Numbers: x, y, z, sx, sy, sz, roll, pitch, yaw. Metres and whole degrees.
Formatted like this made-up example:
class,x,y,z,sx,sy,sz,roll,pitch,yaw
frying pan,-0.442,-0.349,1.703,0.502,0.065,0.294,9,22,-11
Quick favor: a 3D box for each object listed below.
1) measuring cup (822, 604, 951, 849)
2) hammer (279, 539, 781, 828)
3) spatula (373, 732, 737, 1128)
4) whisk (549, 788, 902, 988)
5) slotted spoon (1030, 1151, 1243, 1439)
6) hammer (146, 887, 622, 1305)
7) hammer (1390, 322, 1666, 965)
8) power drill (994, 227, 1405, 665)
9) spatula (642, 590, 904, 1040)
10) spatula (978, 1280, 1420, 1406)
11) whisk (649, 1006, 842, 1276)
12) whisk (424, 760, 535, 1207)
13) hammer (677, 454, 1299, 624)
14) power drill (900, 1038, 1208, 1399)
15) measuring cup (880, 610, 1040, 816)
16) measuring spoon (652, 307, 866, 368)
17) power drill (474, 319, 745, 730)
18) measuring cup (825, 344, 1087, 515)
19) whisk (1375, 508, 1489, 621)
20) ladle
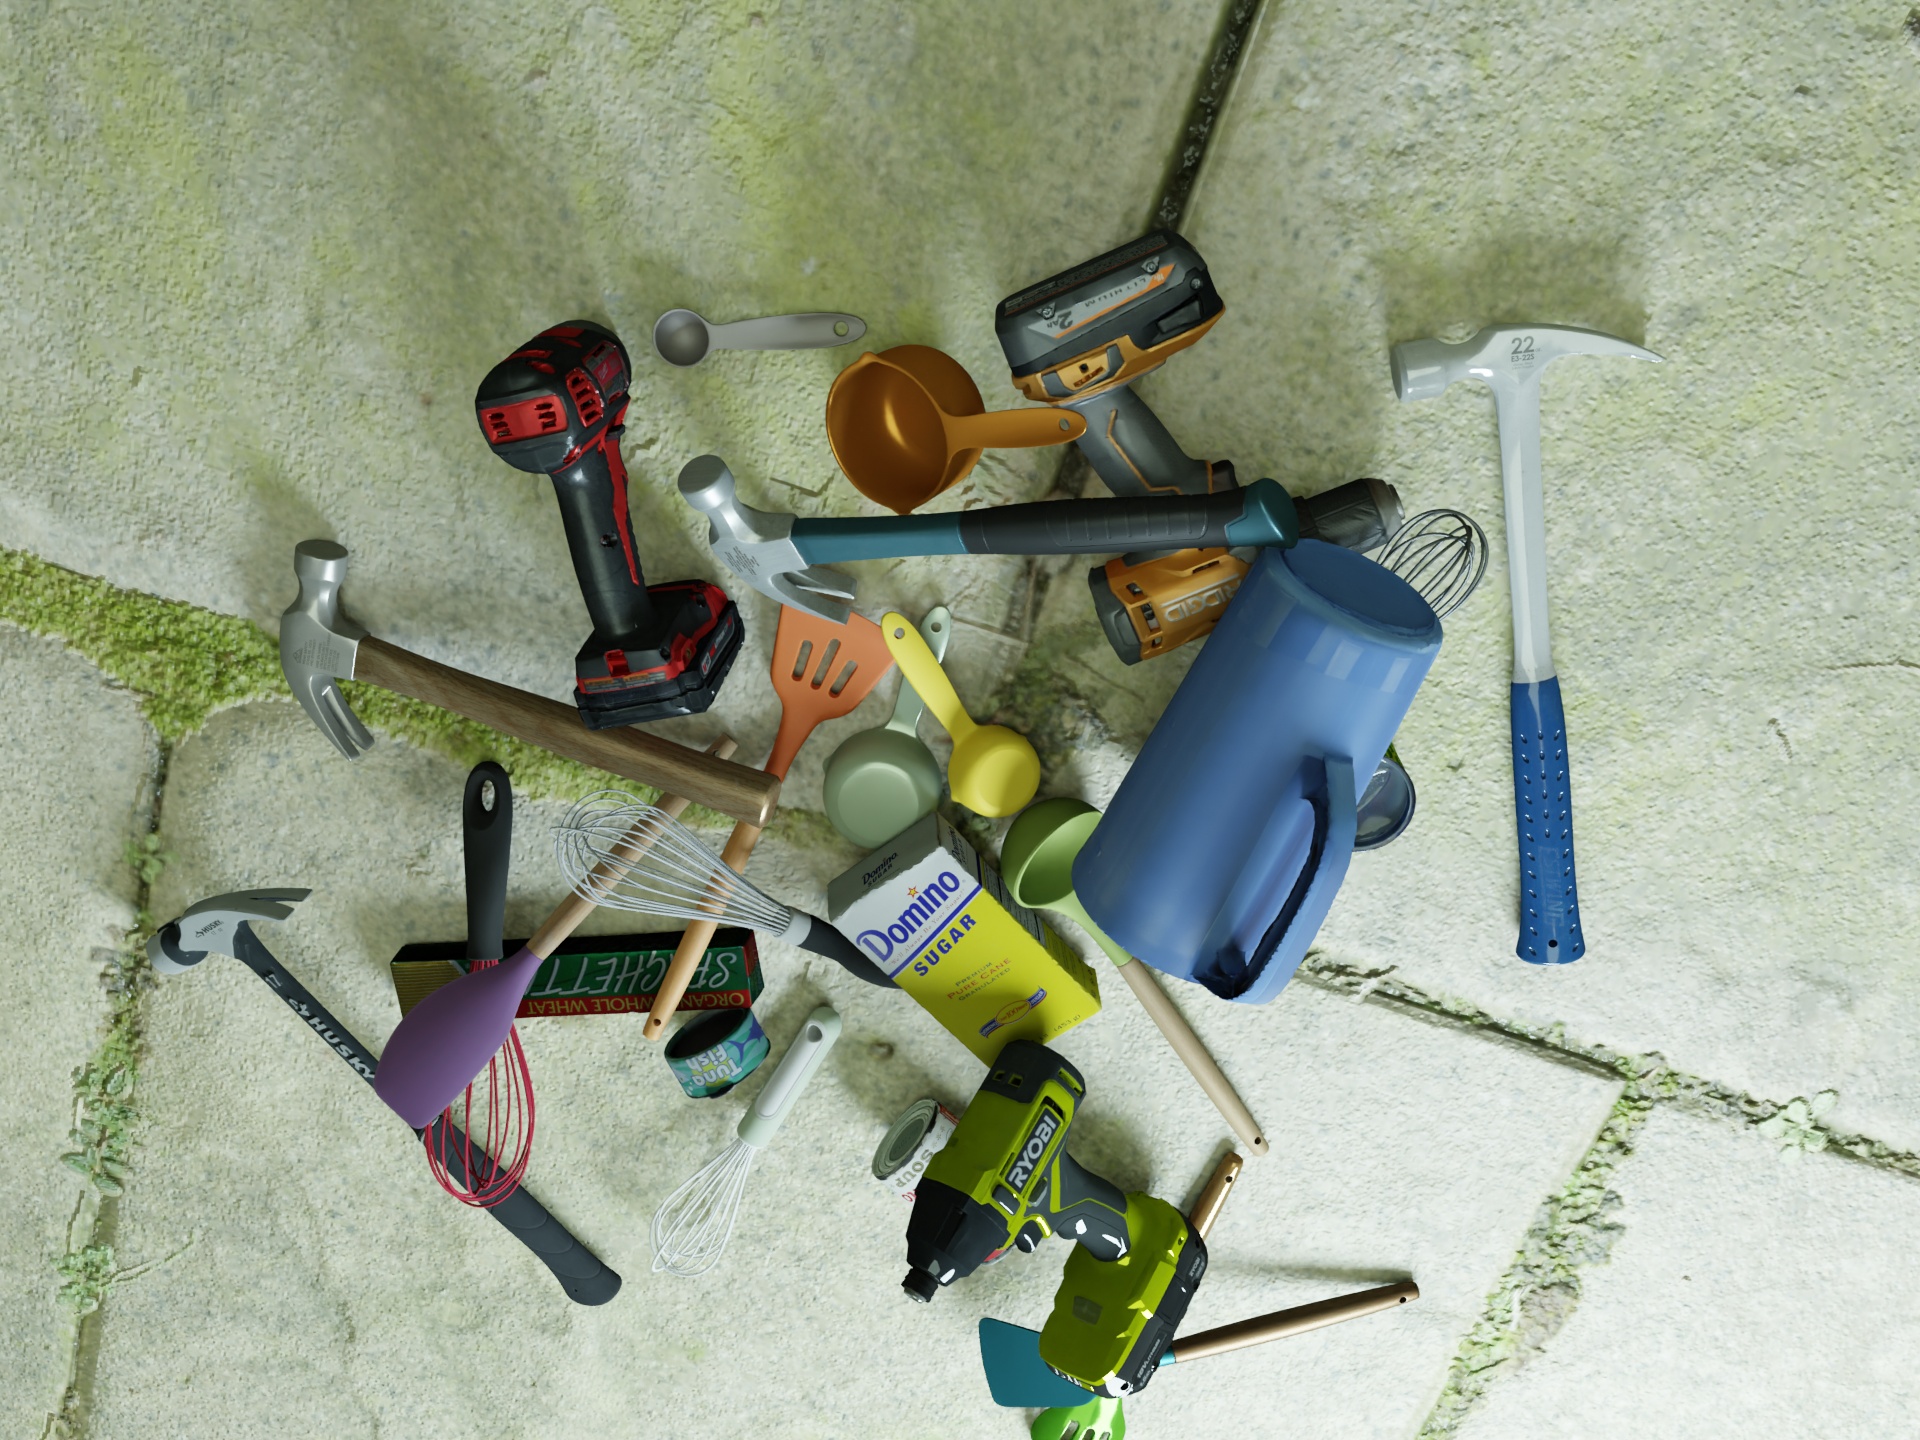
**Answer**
class,x,y,z,sx,sy,sz,roll,pitch,yaw
measuring cup,-0.037,0.008,0.998,0.083,0.038,0.167,18,114,-3
hammer,-0.271,0.000,0.994,0.331,0.031,0.130,20,114,5
spatula,-0.255,0.127,1.012,0.060,0.018,0.316,43,86,3
whisk,-0.130,0.118,0.994,0.284,0.070,0.070,29,113,-35
slotted spoon,0.133,0.440,1.165,0.070,0.031,0.313,20,110,-10
hammer,-0.379,0.271,1.113,0.149,0.036,0.408,-25,112,34
hammer,0.351,-0.037,0.958,0.144,0.035,0.405,-9,111,7
power drill,0.136,-0.159,0.903,0.185,0.084,0.226,-21,113,11
spatula,-0.137,0.070,1.016,0.081,0.041,0.322,25,102,-6
spatula,0.174,0.439,1.143,0.317,0.044,0.082,-12,110,-5
whisk,-0.151,0.298,1.118,0.058,0.059,0.246,38,107,18
whisk,-0.313,0.174,1.042,0.073,0.073,0.296,2,92,3
hammer,0.016,-0.105,0.875,0.331,0.033,0.128,-1,149,20
power drill,0.059,0.340,1.042,0.080,0.171,0.223,3,141,48
measuring cup,-0.002,-0.003,0.976,0.062,0.029,0.156,-39,117,-10
measuring spoon,-0.117,-0.226,0.929,0.124,0.018,0.034,-4,111,-2
power drill,-0.199,-0.118,0.913,0.078,0.143,0.219,-9,117,11
measuring cup,0.006,-0.167,0.883,0.174,0.052,0.095,4,118,35
whisk,0.225,-0.033,0.946,0.055,0.055,0.239,31,124,-8
ladle,0.127,0.179,1.048,0.078,0.062,0.320,-40,109,-13
